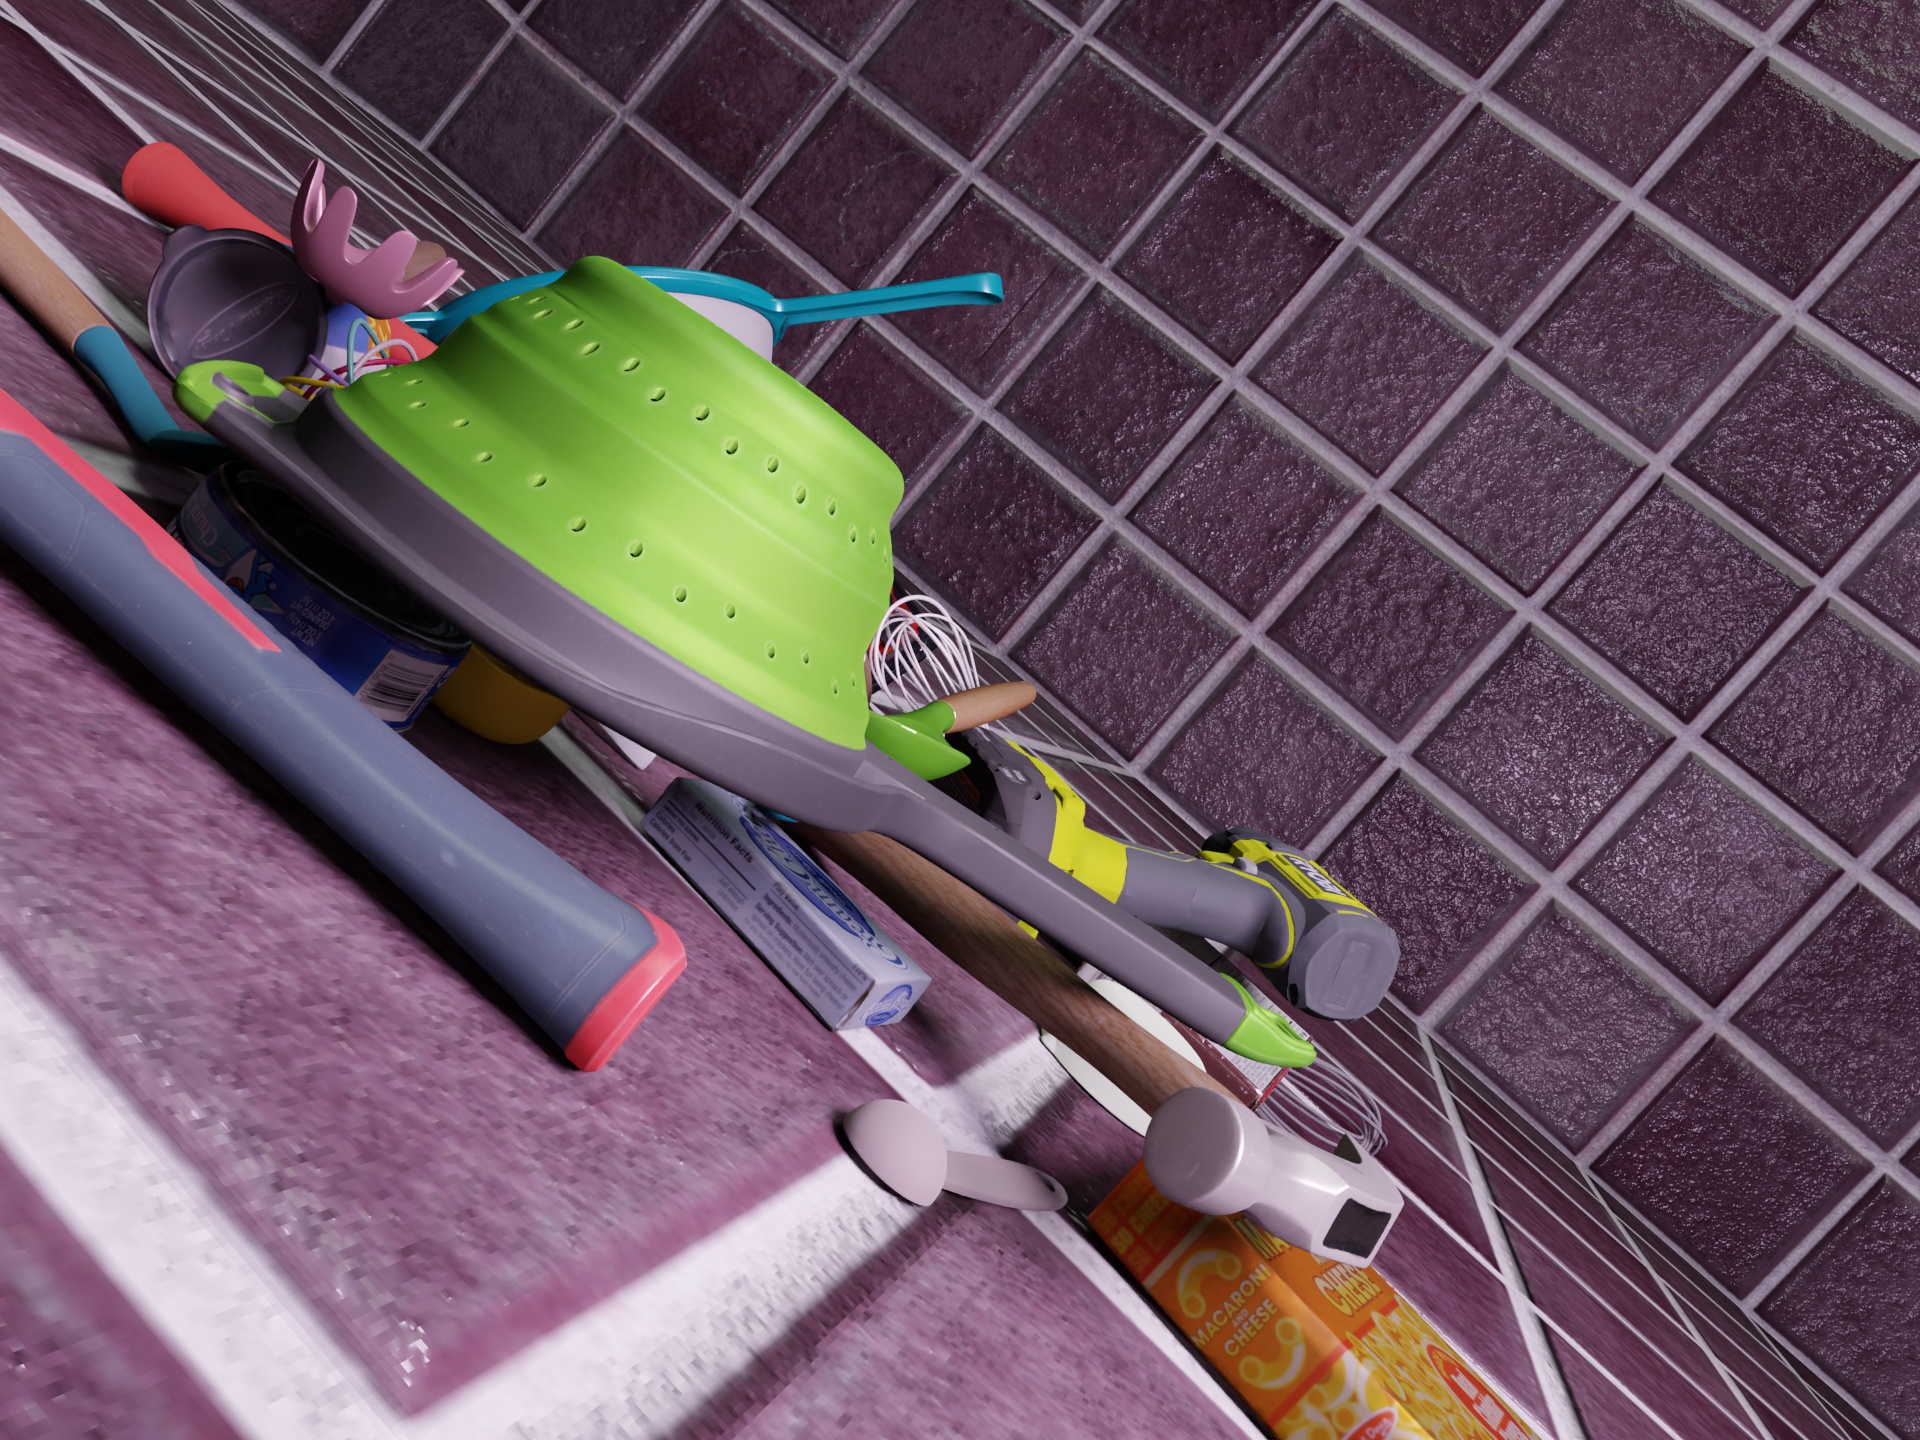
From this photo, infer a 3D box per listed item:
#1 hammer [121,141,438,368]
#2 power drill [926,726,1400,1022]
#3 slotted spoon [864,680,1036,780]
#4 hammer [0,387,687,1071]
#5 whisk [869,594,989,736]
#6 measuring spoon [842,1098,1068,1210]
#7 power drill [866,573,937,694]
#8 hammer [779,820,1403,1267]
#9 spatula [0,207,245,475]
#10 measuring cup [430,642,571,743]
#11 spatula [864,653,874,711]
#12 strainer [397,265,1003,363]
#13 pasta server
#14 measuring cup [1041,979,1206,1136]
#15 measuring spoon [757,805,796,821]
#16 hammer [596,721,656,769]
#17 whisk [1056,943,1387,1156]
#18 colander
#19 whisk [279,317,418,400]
[{"bbox_3d":[-0.264,-0.176,0.756,0.359,0.037,0.149,35,-12,10],"label":"hammer"},{"bbox_3d":[0.092,0.075,0.817,0.223,0.080,0.171,17,12,-18],"label":"power drill"},{"bbox_3d":[-0.001,-0.002,0.745,0.070,0.031,0.314,21,9,12],"label":"slotted spoon"},{"bbox_3d":[-0.221,-0.056,0.355,0.386,0.038,0.143,41,7,2],"label":"hammer"},{"bbox_3d":[0.017,0.032,0.890,0.058,0.059,0.246,9,-42,46],"label":"whisk"},{"bbox_3d":[0.007,0.133,0.485,0.034,0.018,0.124,44,6,36],"label":"measuring spoon"},{"bbox_3d":[-0.108,-0.125,1.087,0.143,0.078,0.219,56,0,43],"label":"power drill"},{"bbox_3d":[0.022,0.089,0.568,0.129,0.031,0.332,33,-1,-38],"label":"hammer"},{"bbox_3d":[-0.297,-0.149,0.536,0.318,0.044,0.082,41,3,18],"label":"spatula"},{"bbox_3d":[-0.161,-0.035,0.563,0.062,0.029,0.157,38,11,-21],"label":"measuring cup"},{"bbox_3d":[-0.057,-0.012,0.889,0.060,0.018,0.316,38,-7,2],"label":"spatula"},{"bbox_3d":[-0.140,-0.194,0.929,0.211,0.340,0.095,14,70,-82],"label":"strainer"},{"bbox_3d":[-0.237,-0.200,0.678,0.060,0.040,0.316,36,7,-20],"label":"pasta server"},{"bbox_3d":[0.065,0.132,0.754,0.083,0.038,0.168,38,9,-26],"label":"measuring cup"},{"bbox_3d":[-0.061,0.019,0.613,0.042,0.021,0.128,16,5,-2],"label":"measuring spoon"},{"bbox_3d":[-0.082,0.007,0.786,0.149,0.036,0.408,45,7,30],"label":"hammer"},{"bbox_3d":[0.141,0.176,0.908,0.239,0.055,0.055,36,6,3],"label":"whisk"},{"bbox_3d":[-0.020,-0.020,0.478,0.396,0.094,0.205,34,4,-19],"label":"colander"},{"bbox_3d":[-0.225,-0.116,0.653,0.245,0.047,0.051,-174,-111,-83],"label":"whisk"}]
